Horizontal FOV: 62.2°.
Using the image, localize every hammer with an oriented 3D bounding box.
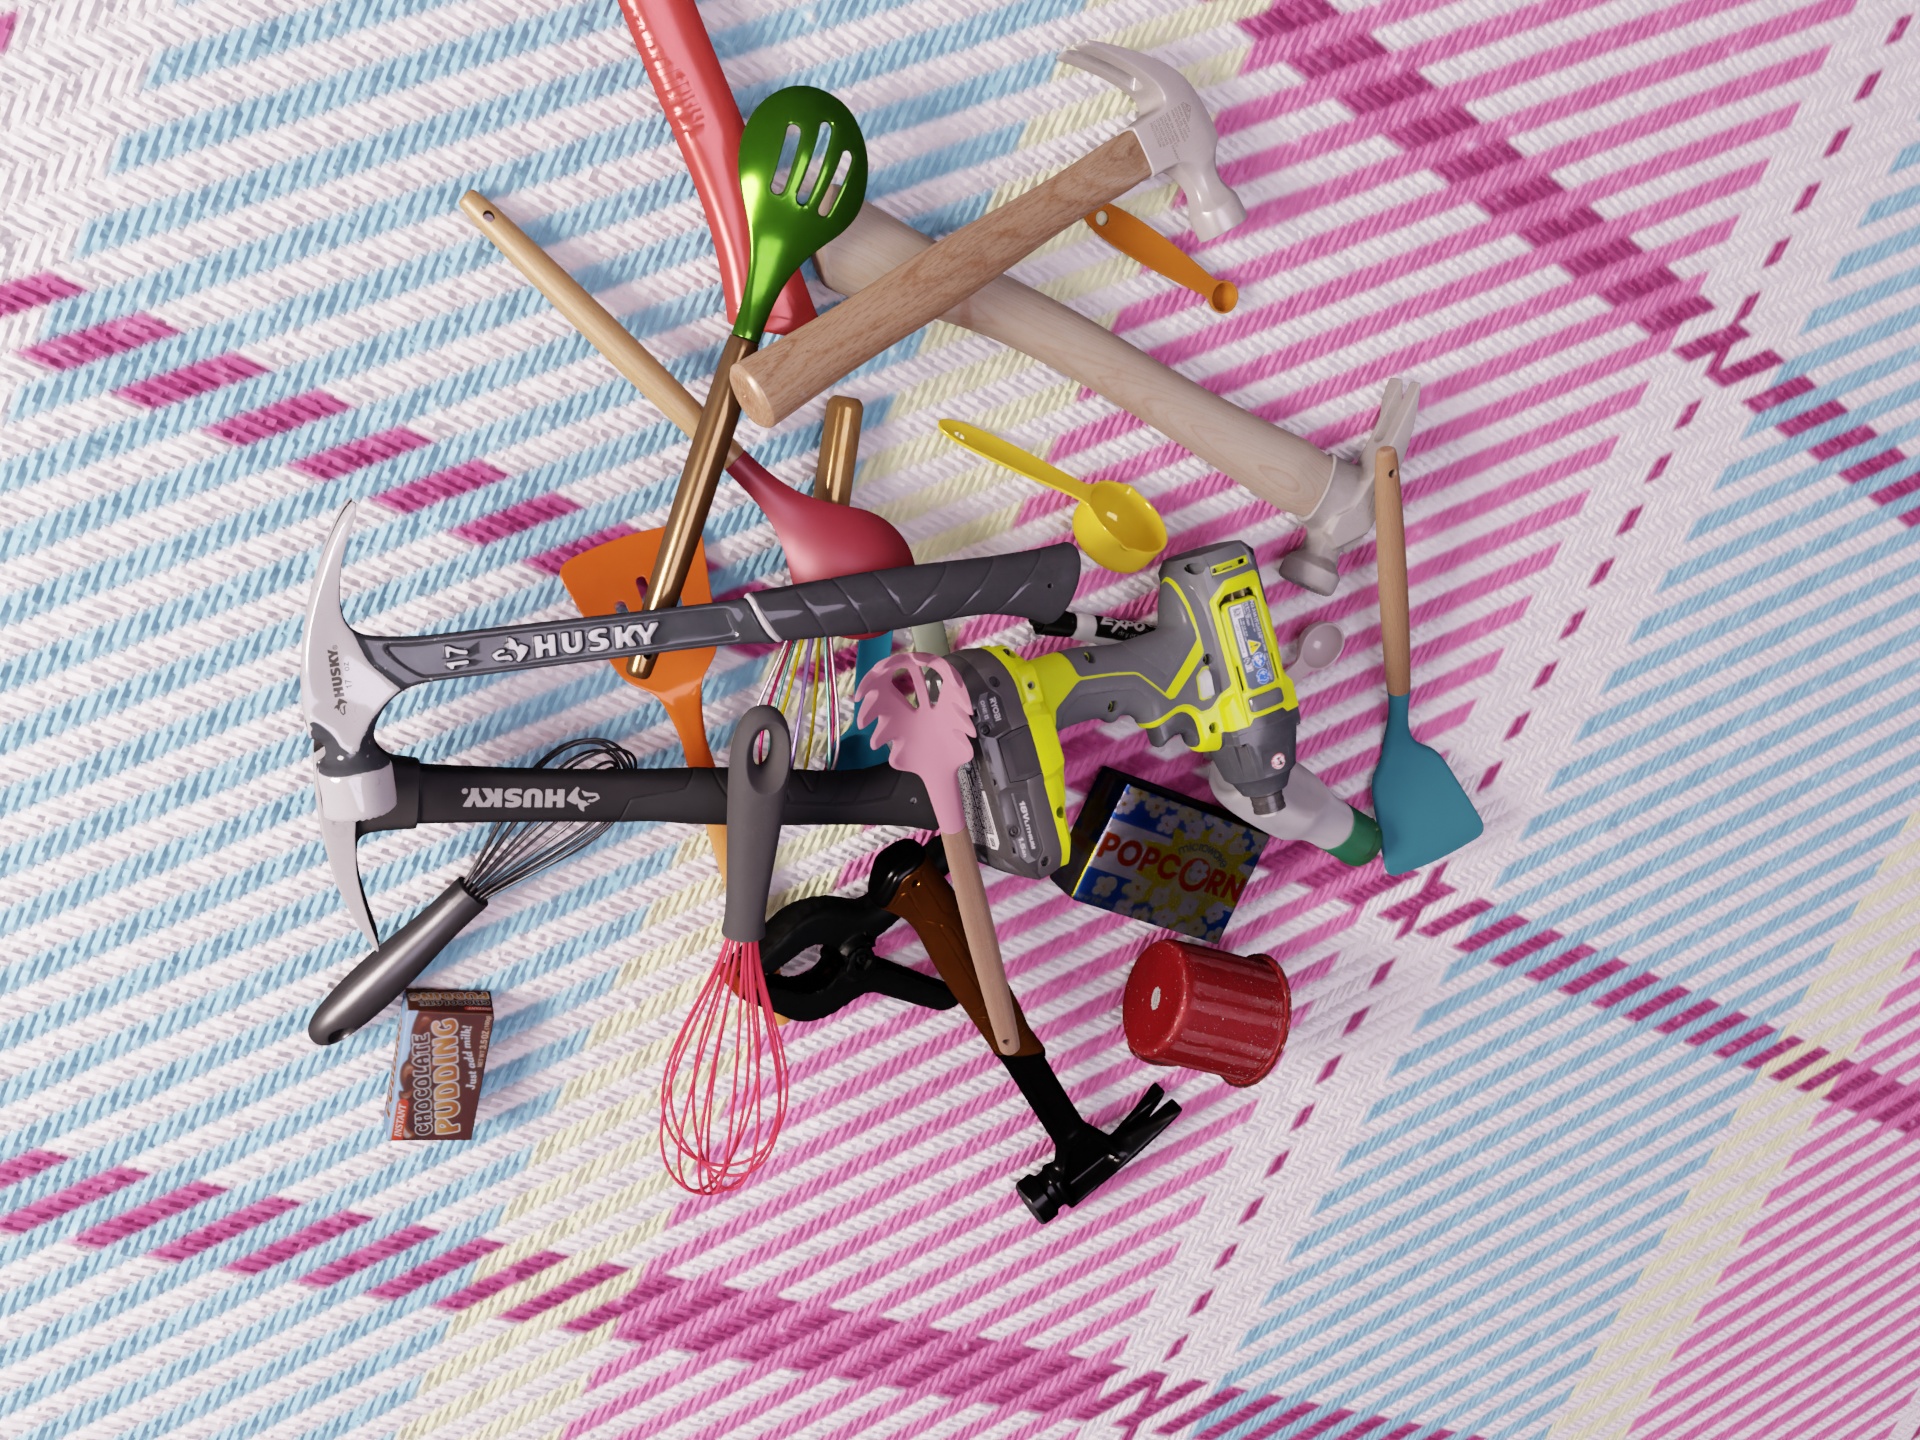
[{"bbox_3d":[-0.143,-0.362,0.779,0.149,0.037,0.358,-28,116,-12],"label":"hammer"},{"bbox_3d":[0.014,-0.253,0.843,0.331,0.031,0.130,-38,109,-23],"label":"hammer"},{"bbox_3d":[0.098,-0.212,0.935,0.410,0.038,0.146,22,97,-28],"label":"hammer"},{"bbox_3d":[-0.121,-0.055,0.813,0.409,0.036,0.149,-10,107,-24],"label":"hammer"},{"bbox_3d":[-0.167,0.045,0.851,0.334,0.035,0.146,2,99,-23],"label":"hammer"},{"bbox_3d":[0.035,0.193,1.023,0.127,0.034,0.336,-36,126,-9],"label":"hammer"}]

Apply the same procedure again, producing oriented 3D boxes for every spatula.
[{"bbox_3d":[-0.146,0.046,0.929,0.081,0.041,0.322,-21,119,-15],"label":"spatula"},{"bbox_3d":[0.300,-0.037,1.062,0.082,0.044,0.317,-23,125,-11],"label":"spatula"}]

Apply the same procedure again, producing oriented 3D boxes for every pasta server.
[{"bbox_3d":[0.001,0.085,0.900,0.060,0.040,0.316,-7,126,9],"label":"pasta server"}]

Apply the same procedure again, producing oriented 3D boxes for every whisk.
[{"bbox_3d":[-0.119,0.131,0.855,0.073,0.073,0.295,0,110,-23],"label":"whisk"},{"bbox_3d":[-0.272,0.096,0.879,0.239,0.055,0.055,-43,119,1],"label":"whisk"},{"bbox_3d":[-0.083,-0.061,0.902,0.047,0.051,0.245,0,104,-41],"label":"whisk"}]

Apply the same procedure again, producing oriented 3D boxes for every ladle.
[{"bbox_3d":[-0.137,-0.157,0.837,0.315,0.031,0.069,44,82,-19],"label":"ladle"}]

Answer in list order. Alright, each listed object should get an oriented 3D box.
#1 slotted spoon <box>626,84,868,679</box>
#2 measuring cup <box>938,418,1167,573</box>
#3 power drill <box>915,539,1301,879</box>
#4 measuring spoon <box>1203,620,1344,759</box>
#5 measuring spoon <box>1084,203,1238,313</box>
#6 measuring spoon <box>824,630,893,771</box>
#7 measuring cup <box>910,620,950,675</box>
[{"bbox_3d":[-0.116,-0.169,0.812,0.070,0.031,0.314,16,98,-28],"label":"slotted spoon"},{"bbox_3d":[0.051,-0.134,0.943,0.156,0.062,0.029,25,133,-15],"label":"measuring cup"},{"bbox_3d":[0.099,0.004,0.950,0.223,0.080,0.171,-20,100,-23],"label":"power drill"},{"bbox_3d":[0.205,-0.021,1.062,0.124,0.018,0.034,-44,125,4],"label":"measuring spoon"},{"bbox_3d":[0.117,-0.274,0.937,0.116,0.011,0.021,25,95,-25],"label":"measuring spoon"},{"bbox_3d":[-0.058,-0.017,0.951,0.042,0.021,0.128,5,97,-24],"label":"measuring spoon"},{"bbox_3d":[-0.002,-0.003,0.962,0.083,0.038,0.167,-22,117,-15],"label":"measuring cup"}]
